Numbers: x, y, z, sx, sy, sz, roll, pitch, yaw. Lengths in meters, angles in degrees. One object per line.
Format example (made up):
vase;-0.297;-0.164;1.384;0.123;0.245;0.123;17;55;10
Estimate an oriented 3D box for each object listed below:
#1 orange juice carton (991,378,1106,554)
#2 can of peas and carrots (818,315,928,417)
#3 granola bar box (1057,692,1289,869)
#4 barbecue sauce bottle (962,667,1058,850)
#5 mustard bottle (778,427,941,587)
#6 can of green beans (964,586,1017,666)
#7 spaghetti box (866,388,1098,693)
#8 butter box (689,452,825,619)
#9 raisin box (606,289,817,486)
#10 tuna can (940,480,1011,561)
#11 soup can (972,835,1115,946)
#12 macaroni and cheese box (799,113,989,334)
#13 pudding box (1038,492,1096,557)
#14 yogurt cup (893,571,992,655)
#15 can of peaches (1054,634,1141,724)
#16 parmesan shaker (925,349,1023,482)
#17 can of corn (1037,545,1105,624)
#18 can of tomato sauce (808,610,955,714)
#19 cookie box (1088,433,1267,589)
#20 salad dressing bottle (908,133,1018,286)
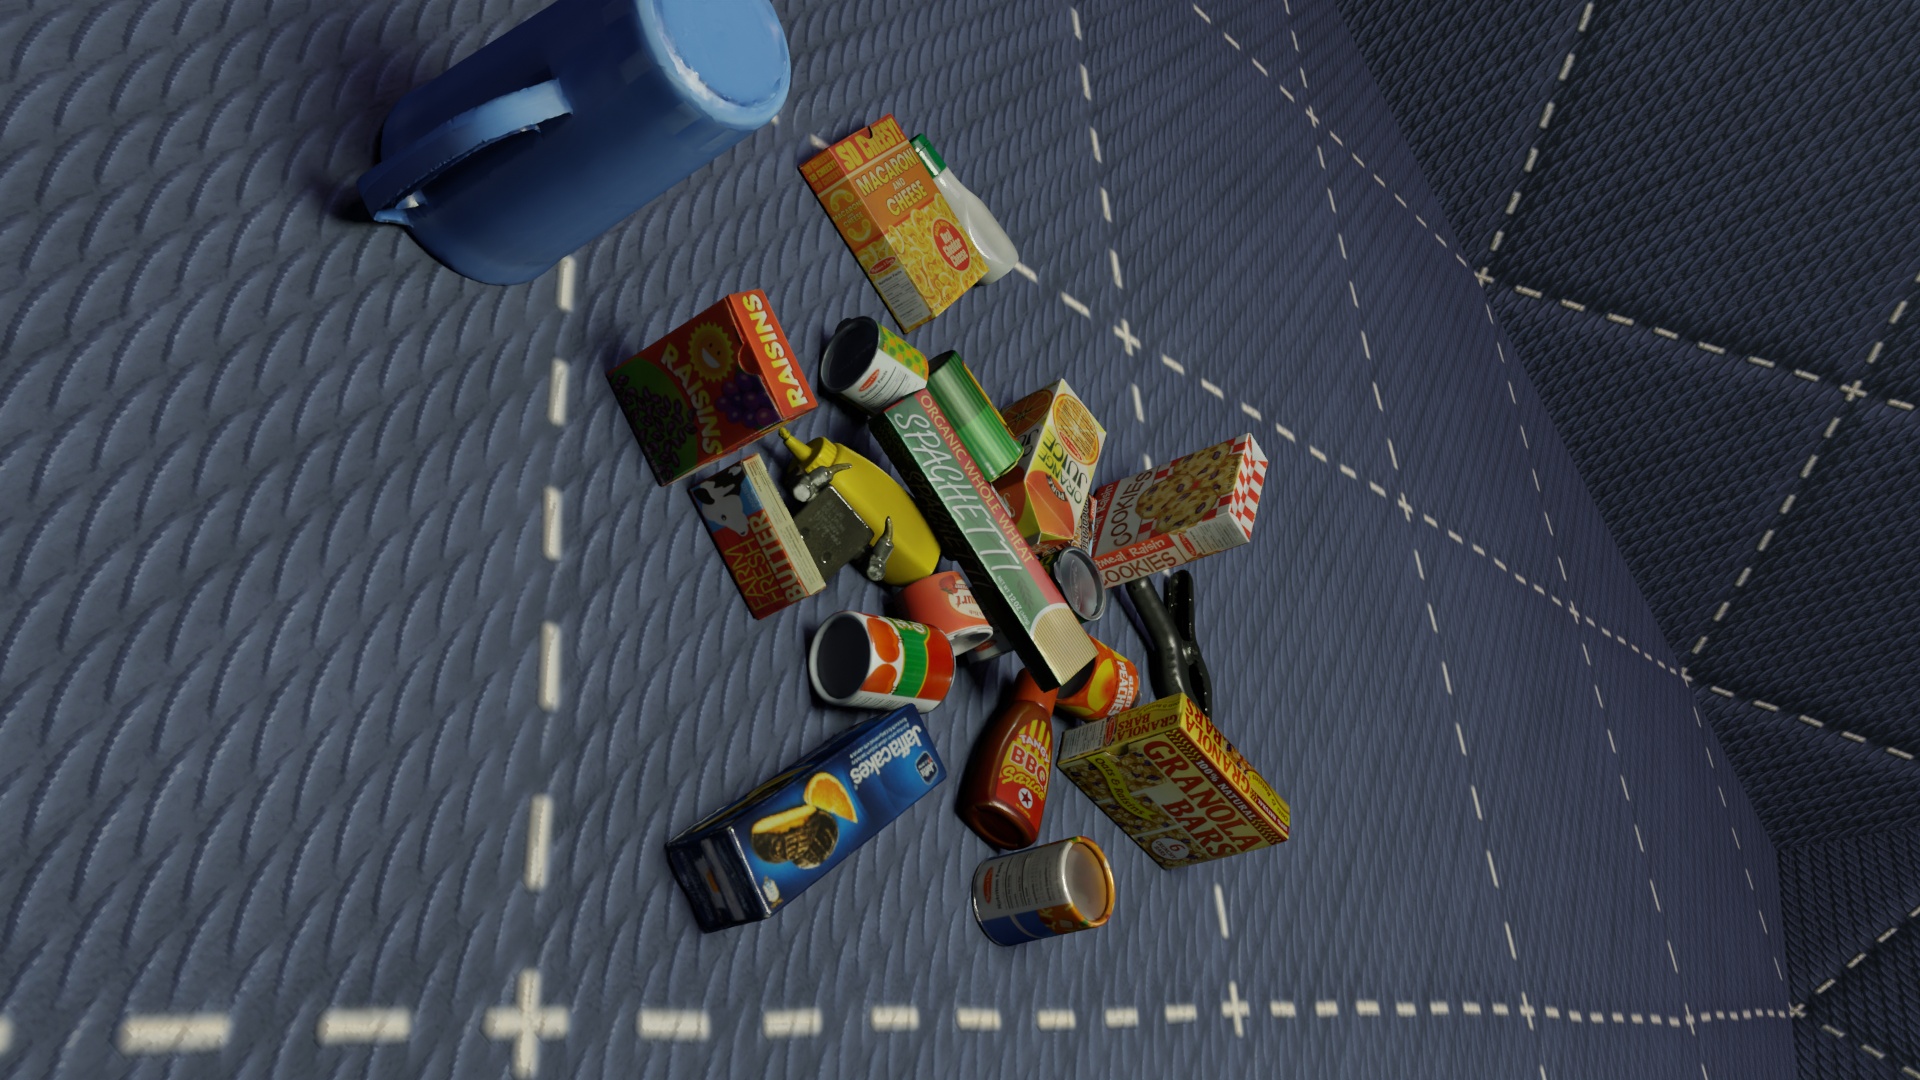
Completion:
orange juice carton;0.062;-0.048;1.203;0.073;0.071;0.194;48;39;-24
can of peas and carrots;-0.068;-0.135;1.091;0.058;0.070;0.071;30;49;-41
granola bar box;0.180;0.207;1.165;0.165;0.124;0.039;46;39;-26
barbecue sauce bottle;0.045;0.164;1.085;0.064;0.043;0.149;45;40;-24
mustard bottle;-0.080;-0.032;1.029;0.160;0.048;0.066;44;34;-27
can of green beans;0.028;0.062;1.101;0.071;0.071;0.058;-11;80;-54
spaghetti box;0.017;-0.001;1.056;0.050;0.028;0.250;-36;94;-38
butter box;-0.137;-0.002;0.937;0.024;0.053;0.103;-34;99;-57
raisin box;-0.162;-0.098;0.898;0.040;0.123;0.086;-28;94;-55
tuna can;0.004;-0.014;1.116;0.032;0.071;0.071;54;37;-18
soup can;0.063;0.258;1.020;0.071;0.083;0.071;30;49;-41
macaroni and cheese box;-0.053;-0.279;1.212;0.166;0.040;0.124;57;36;-13
pudding box;0.096;-0.014;1.263;0.049;0.030;0.084;42;42;-32
yogurt cup;-0.016;0.058;1.050;0.072;0.072;0.054;-1;64;-53
can of peaches;0.109;0.118;1.171;0.058;0.071;0.071;34;47;-36
parmesan shaker;-0.001;-0.099;1.150;0.103;0.071;0.072;55;37;-16
can of corn;0.080;0.044;1.185;0.071;0.058;0.071;29;50;-41
can of tomato sauce;-0.056;0.085;0.980;0.083;0.071;0.071;14;60;-47
cookie box;0.190;-0.025;1.274;0.040;0.167;0.123;53;37;-23
salad dressing bottle;-0.006;-0.307;1.288;0.147;0.044;0.064;51;38;-18
